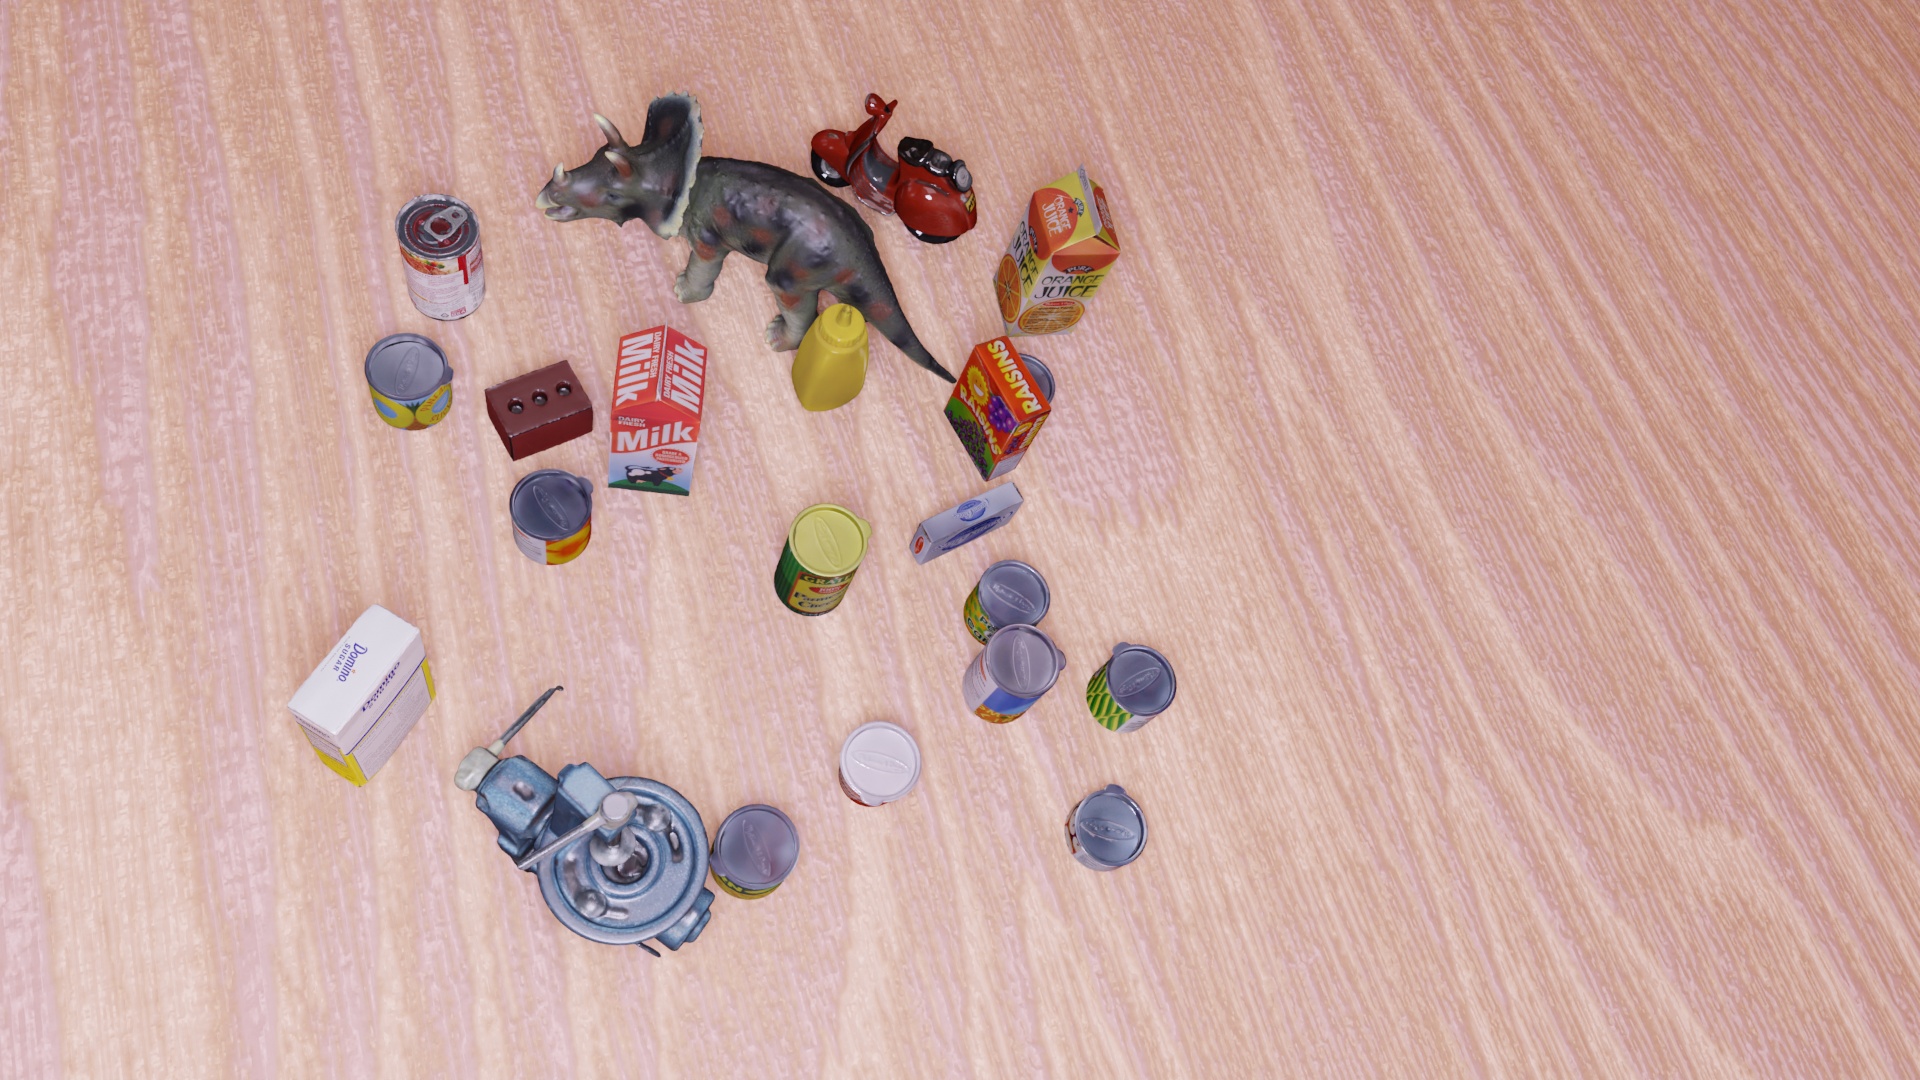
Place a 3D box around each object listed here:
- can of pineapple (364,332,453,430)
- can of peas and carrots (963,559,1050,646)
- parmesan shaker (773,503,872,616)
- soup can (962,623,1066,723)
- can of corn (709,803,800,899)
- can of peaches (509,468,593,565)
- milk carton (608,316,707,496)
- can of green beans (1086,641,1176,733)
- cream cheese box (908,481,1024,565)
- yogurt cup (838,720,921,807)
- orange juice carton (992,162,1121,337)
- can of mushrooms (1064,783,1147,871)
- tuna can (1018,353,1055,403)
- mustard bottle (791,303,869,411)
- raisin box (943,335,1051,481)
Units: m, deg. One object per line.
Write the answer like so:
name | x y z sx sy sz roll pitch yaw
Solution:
can of pineapple | -0.471 -0.134 1.191 0.071 0.057 0.071 6 65 -13
can of peas and carrots | 0.040 0.060 1.244 0.071 0.058 0.071 6 65 -13
parmesan shaker | -0.119 0.018 1.194 0.071 0.102 0.071 6 65 -13
soup can | 0.045 0.117 1.205 0.071 0.083 0.071 6 65 -13
can of corn | -0.167 0.249 1.102 0.071 0.058 0.071 6 65 -13
can of peaches | -0.344 -0.020 1.175 0.071 0.057 0.071 6 65 -13
milk carton | -0.255 -0.110 1.165 0.073 0.189 0.072 6 65 -13
can of green beans | 0.152 0.133 1.242 0.071 0.057 0.071 6 65 -13
cream cheese box | 0.005 -0.016 1.271 0.104 0.053 0.024 -25 75 -24
yogurt cup | -0.071 0.190 1.157 0.072 0.053 0.072 6 65 -13
orange juice carton | 0.096 -0.275 1.335 0.073 0.191 0.072 -6 69 -18
can of mushrooms | 0.125 0.248 1.197 0.071 0.033 0.071 6 65 -13
tuna can | 0.054 -0.147 1.356 0.071 0.032 0.071 6 65 -13
mustard bottle | -0.112 -0.171 1.249 0.065 0.159 0.049 -16 72 -21
raisin box | 0.032 -0.121 1.287 0.040 0.123 0.086 -23 74 -23
